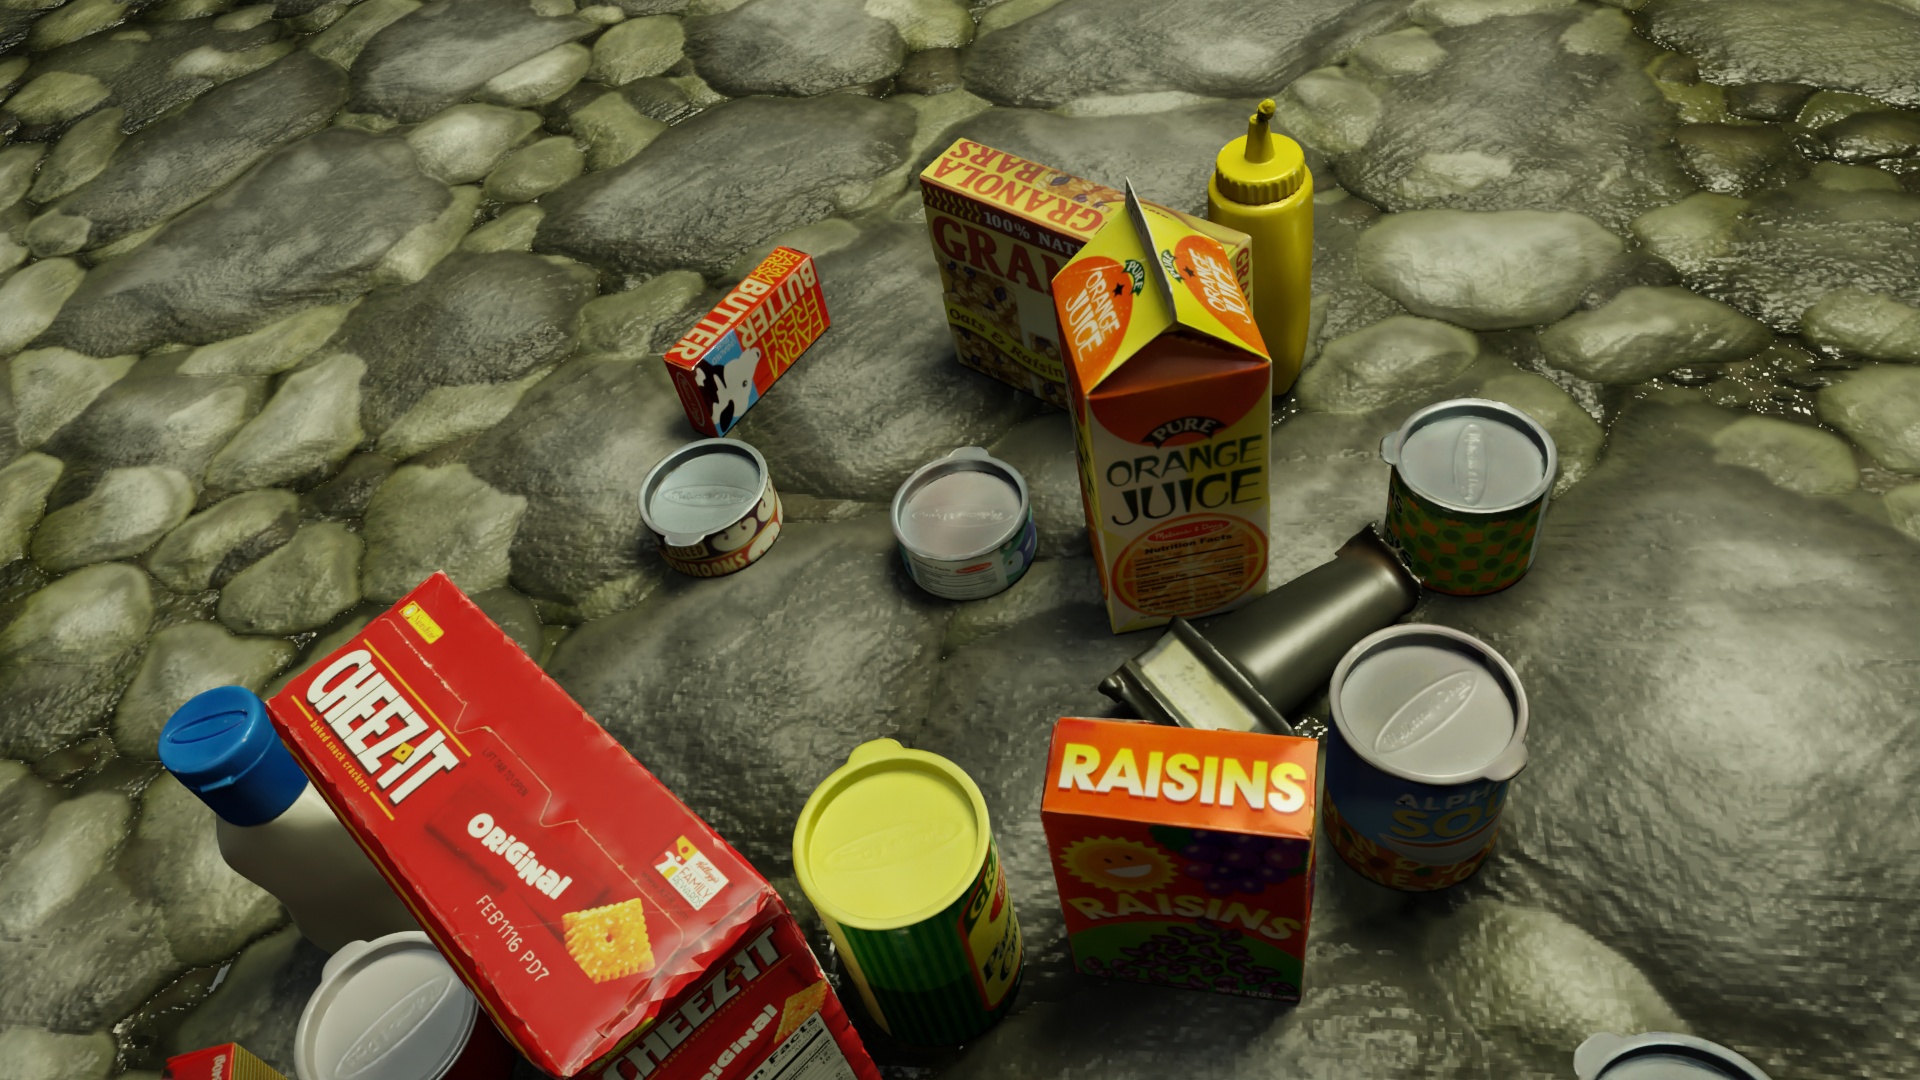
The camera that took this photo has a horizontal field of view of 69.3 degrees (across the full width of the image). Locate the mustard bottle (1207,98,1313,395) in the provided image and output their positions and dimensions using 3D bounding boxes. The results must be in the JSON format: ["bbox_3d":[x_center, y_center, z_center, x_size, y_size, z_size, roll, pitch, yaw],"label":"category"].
[{"bbox_3d":[0.142,-0.142,0.659,0.049,0.159,0.066,5,51,17],"label":"mustard bottle"}]

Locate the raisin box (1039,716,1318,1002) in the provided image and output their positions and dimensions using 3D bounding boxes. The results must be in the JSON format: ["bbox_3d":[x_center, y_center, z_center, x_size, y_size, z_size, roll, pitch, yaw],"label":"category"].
[{"bbox_3d":[0.078,0.111,0.479,0.086,0.122,0.040,4,51,15],"label":"raisin box"}]

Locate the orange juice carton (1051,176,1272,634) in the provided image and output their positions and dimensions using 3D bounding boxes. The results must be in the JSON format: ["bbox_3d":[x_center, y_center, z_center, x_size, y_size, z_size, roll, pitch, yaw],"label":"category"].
[{"bbox_3d":[0.083,-0.051,0.571,0.073,0.191,0.072,-12,48,2],"label":"orange juice carton"}]

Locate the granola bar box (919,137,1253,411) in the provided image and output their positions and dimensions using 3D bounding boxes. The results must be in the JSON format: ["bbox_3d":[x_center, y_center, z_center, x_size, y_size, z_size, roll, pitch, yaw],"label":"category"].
[{"bbox_3d":[0.061,-0.114,0.677,0.166,0.123,0.039,28,60,31],"label":"granola bar box"}]

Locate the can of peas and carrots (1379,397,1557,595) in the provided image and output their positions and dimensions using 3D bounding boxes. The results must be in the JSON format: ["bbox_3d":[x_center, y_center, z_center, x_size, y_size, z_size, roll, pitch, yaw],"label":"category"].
[{"bbox_3d":[0.217,-0.018,0.605,0.071,0.058,0.071,-6,49,7],"label":"can of peas and carrots"}]

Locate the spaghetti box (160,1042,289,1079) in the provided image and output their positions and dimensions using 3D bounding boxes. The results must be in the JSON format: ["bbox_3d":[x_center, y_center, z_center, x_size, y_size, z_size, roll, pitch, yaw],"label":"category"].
[{"bbox_3d":[-0.241,0.288,0.442,0.029,0.050,0.251,-18,48,-3],"label":"spaghetti box"}]

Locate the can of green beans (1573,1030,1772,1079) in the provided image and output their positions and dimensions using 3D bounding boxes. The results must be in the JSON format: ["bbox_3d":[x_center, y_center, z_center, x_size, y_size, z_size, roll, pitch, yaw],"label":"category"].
[{"bbox_3d":[0.216,0.193,0.423,0.071,0.057,0.071,-6,49,7],"label":"can of green beans"}]

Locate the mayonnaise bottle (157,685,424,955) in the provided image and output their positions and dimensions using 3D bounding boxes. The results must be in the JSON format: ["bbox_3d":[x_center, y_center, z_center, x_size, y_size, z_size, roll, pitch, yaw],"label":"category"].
[{"bbox_3d":[-0.246,0.111,0.531,0.065,0.147,0.041,-17,48,-2],"label":"mayonnaise bottle"}]

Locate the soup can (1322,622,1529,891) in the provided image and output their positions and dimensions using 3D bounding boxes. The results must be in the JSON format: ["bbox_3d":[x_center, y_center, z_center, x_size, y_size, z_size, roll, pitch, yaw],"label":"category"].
[{"bbox_3d":[0.170,0.083,0.510,0.071,0.083,0.072,-6,49,7],"label":"soup can"}]

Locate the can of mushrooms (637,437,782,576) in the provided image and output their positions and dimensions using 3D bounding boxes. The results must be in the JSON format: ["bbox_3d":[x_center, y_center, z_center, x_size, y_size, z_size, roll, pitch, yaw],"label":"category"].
[{"bbox_3d":[-0.124,-0.015,0.690,0.071,0.033,0.071,-6,49,7],"label":"can of mushrooms"}]

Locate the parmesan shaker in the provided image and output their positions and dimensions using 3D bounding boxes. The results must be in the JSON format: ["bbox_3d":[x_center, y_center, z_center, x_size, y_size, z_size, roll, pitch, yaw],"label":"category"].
[{"bbox_3d":[-0.015,0.128,0.498,0.071,0.102,0.072,-6,49,7],"label":"parmesan shaker"}]

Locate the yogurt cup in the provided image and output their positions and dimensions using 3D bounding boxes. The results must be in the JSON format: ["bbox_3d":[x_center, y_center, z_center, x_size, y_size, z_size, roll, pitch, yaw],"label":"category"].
[{"bbox_3d":[-0.202,0.188,0.517,0.072,0.053,0.073,-6,49,7],"label":"yogurt cup"}]

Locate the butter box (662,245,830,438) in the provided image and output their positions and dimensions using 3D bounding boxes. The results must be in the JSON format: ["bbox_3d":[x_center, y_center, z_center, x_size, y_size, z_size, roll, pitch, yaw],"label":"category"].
[{"bbox_3d":[-0.114,-0.109,0.757,0.024,0.053,0.104,22,57,28],"label":"butter box"}]

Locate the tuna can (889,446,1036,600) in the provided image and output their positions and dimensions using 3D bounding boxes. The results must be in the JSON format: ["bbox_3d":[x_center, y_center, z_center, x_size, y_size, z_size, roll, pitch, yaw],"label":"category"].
[{"bbox_3d":[0.002,-0.008,0.658,0.071,0.032,0.071,-6,49,7],"label":"tuna can"}]
